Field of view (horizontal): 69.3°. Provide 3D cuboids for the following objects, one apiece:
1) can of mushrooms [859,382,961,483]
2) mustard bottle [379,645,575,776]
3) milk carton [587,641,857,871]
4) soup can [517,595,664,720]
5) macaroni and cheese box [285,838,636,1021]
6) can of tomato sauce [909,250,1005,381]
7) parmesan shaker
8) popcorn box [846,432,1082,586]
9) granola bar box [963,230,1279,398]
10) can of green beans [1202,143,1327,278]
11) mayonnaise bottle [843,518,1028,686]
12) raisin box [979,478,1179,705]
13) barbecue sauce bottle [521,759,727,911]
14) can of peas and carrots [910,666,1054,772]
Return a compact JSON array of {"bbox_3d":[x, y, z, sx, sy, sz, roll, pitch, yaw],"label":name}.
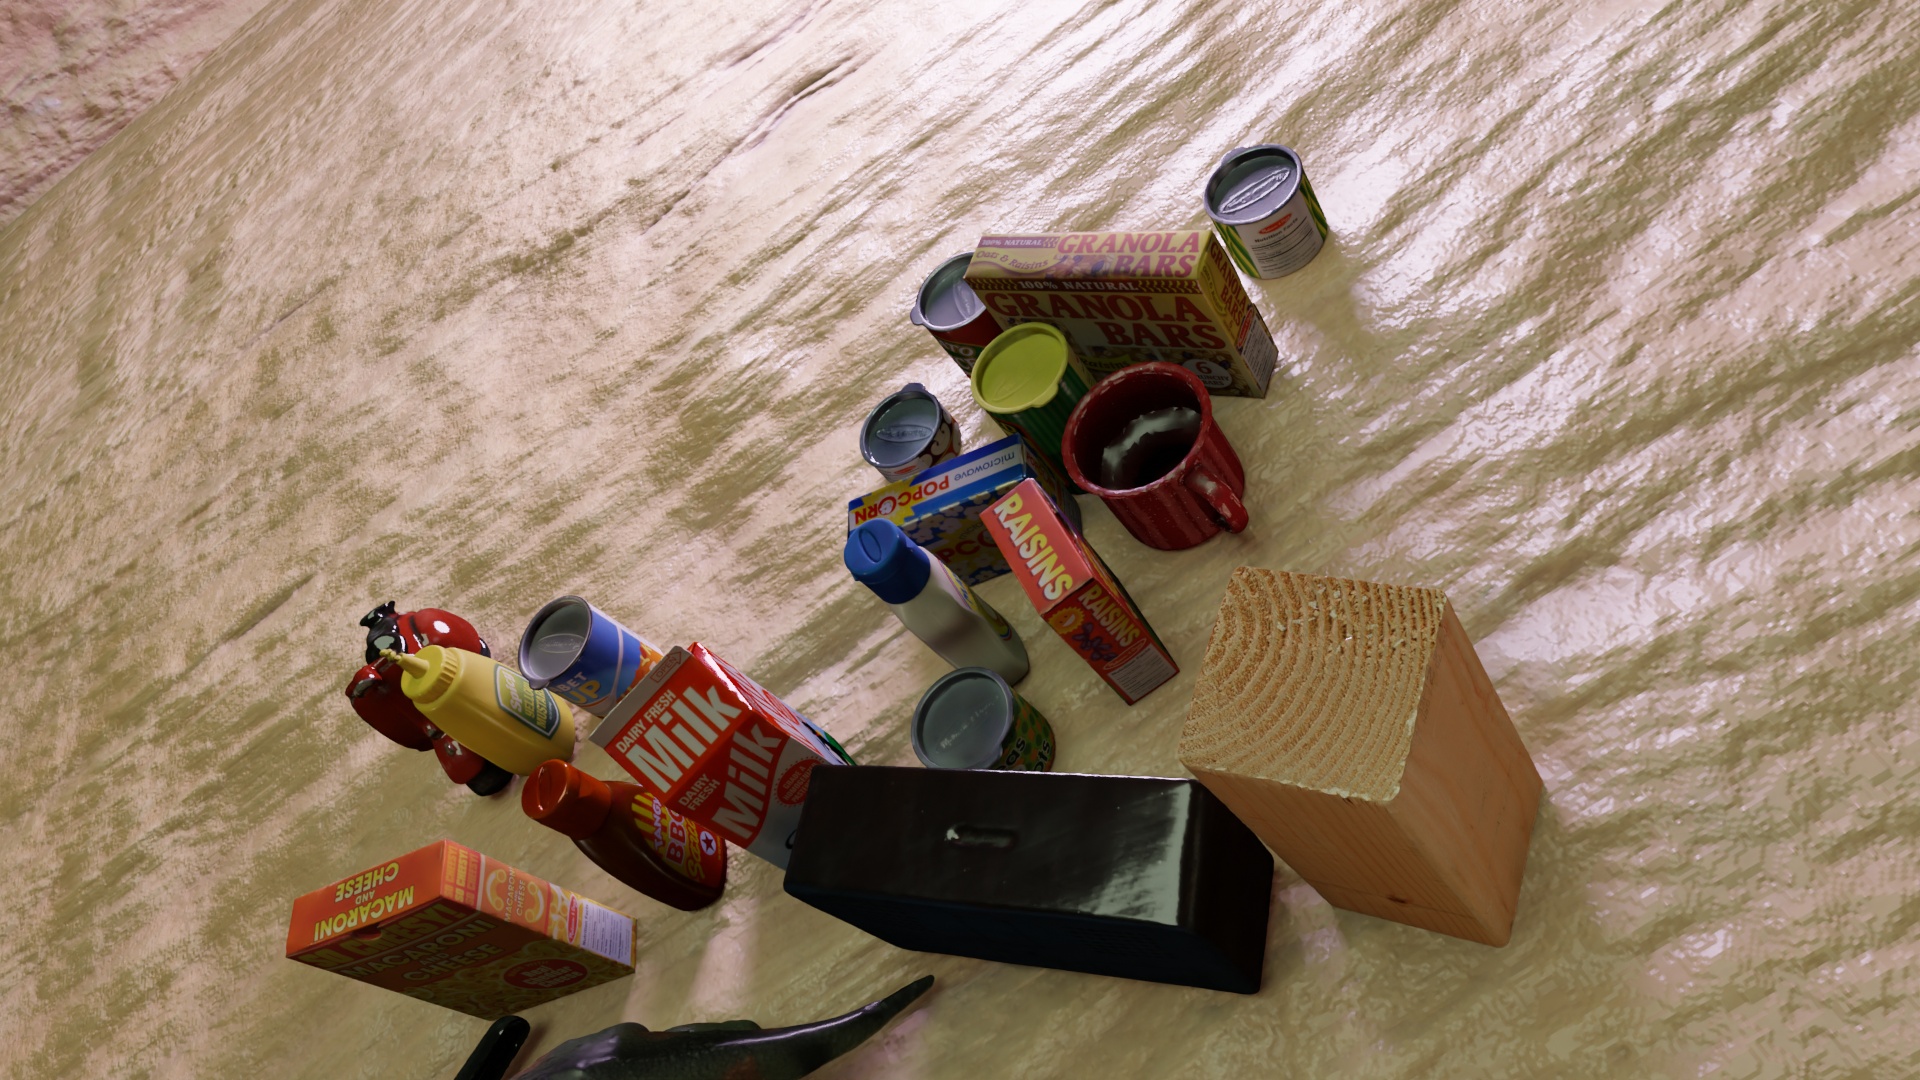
[{"bbox_3d":[-0.034,-0.074,0.979,0.071,0.033,0.071,-16,54,24],"label":"can of mushrooms"},{"bbox_3d":[-0.338,0.112,0.968,0.049,0.160,0.065,-31,49,12],"label":"mustard bottle"},{"bbox_3d":[-0.130,0.125,0.805,0.072,0.190,0.073,-48,48,-2],"label":"milk carton"},{"bbox_3d":[-0.261,0.089,0.985,0.071,0.083,0.072,-16,54,24],"label":"soup can"},{"bbox_3d":[-0.301,0.245,0.854,0.123,0.166,0.040,-23,51,19],"label":"macaroni and cheese box"},{"bbox_3d":[0.016,-0.147,0.961,0.071,0.083,0.071,-16,54,24],"label":"can of tomato sauce"},{"bbox_3d":[0.060,-0.079,0.875,0.071,0.103,0.071,-16,54,24],"label":"parmesan shaker"},{"bbox_3d":[0.003,-0.011,0.879,0.126,0.085,0.038,-21,52,20],"label":"popcorn box"},{"bbox_3d":[0.102,-0.143,0.875,0.165,0.124,0.039,8,67,36],"label":"granola bar box"},{"bbox_3d":[0.199,-0.213,0.903,0.071,0.057,0.071,-16,54,24],"label":"can of green beans"},{"bbox_3d":[-0.014,0.038,0.817,0.041,0.147,0.065,-38,48,6],"label":"mayonnaise bottle"},{"bbox_3d":[0.069,0.030,0.785,0.040,0.123,0.086,-36,48,8],"label":"raisin box"},{"bbox_3d":[-0.203,0.176,0.848,0.043,0.148,0.065,-26,51,17],"label":"barbecue sauce bottle"},{"bbox_3d":[0.015,0.116,0.807,0.071,0.058,0.071,-16,54,24],"label":"can of peas and carrots"}]
